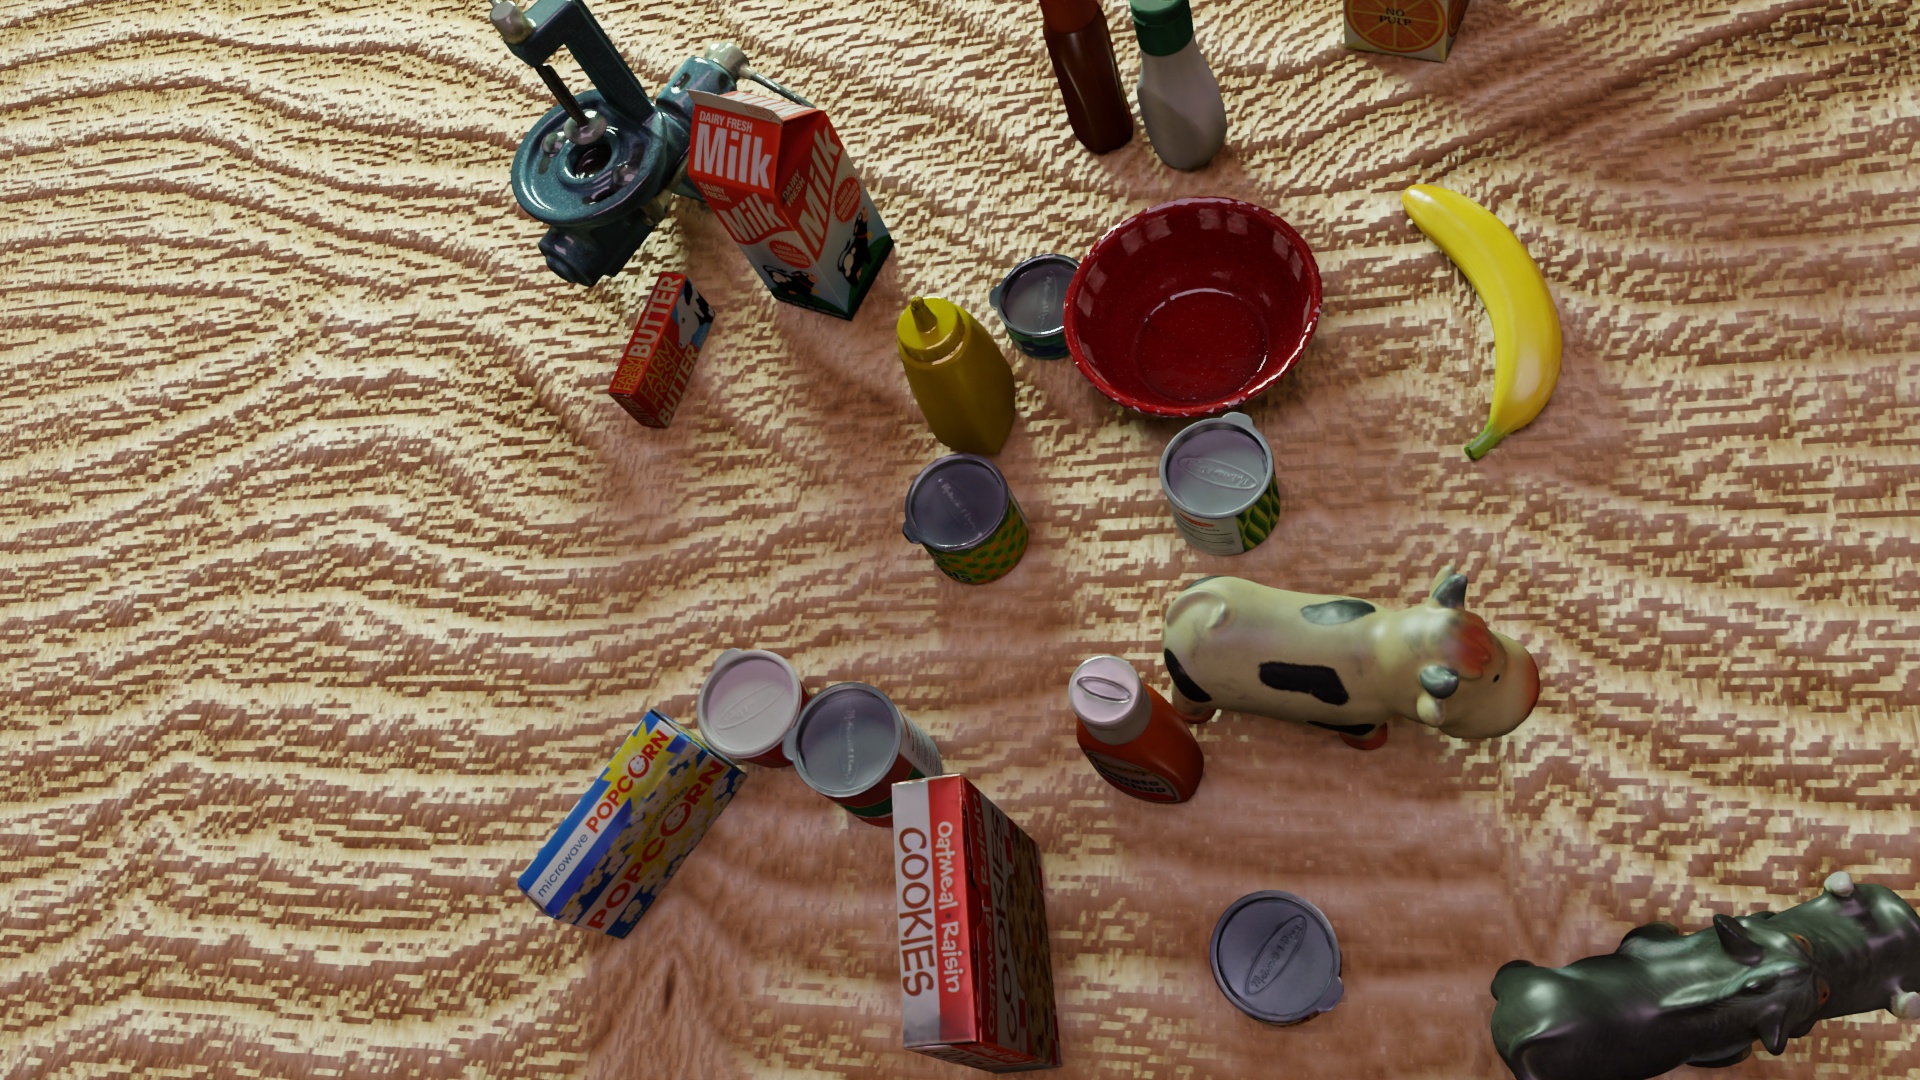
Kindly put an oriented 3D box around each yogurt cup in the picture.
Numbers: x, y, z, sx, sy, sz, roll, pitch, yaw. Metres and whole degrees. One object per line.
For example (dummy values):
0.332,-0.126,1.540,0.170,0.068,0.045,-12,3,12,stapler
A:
-0.121,0.108,0.858,0.072,0.053,0.072,-7,64,14,yogurt cup

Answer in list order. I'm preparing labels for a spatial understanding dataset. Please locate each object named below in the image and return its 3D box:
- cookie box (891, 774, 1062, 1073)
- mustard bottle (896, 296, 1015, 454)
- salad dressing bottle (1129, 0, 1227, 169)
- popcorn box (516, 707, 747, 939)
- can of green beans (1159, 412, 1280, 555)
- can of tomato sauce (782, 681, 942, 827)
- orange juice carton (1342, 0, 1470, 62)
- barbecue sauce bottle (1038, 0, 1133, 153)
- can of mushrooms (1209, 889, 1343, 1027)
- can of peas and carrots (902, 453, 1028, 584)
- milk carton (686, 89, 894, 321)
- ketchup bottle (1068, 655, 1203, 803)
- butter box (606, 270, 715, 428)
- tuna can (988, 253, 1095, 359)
0.011,0.200,0.708,0.040,0.167,0.123,-11,63,12,cookie box
-0.006,-0.110,0.864,0.049,0.159,0.065,7,69,20,mustard bottle
0.141,-0.308,0.918,0.044,0.147,0.064,-46,61,-6,salad dressing bottle
-0.194,0.172,0.832,0.038,0.085,0.127,31,78,27,popcorn box
0.157,-0.031,0.835,0.071,0.057,0.071,-7,64,14,can of green beans
-0.055,0.128,0.811,0.071,0.083,0.071,-7,64,14,can of tomato sauce
0.290,-0.405,0.892,0.073,0.192,0.072,18,73,24,orange juice carton
0.083,-0.334,0.948,0.043,0.148,0.065,-24,61,6,barbecue sauce bottle
0.167,0.221,0.727,0.071,0.033,0.071,-7,64,14,can of mushrooms
0.003,-0.011,0.872,0.071,0.058,0.071,-7,64,14,can of peas and carrots
-0.118,-0.235,0.940,0.072,0.190,0.073,19,73,24,milk carton
0.090,0.101,0.741,0.065,0.148,0.043,15,71,23,ketchup bottle
-0.214,-0.137,1.002,0.024,0.053,0.104,11,70,22,butter box
0.057,-0.157,0.939,0.071,0.032,0.071,-7,64,14,tuna can
